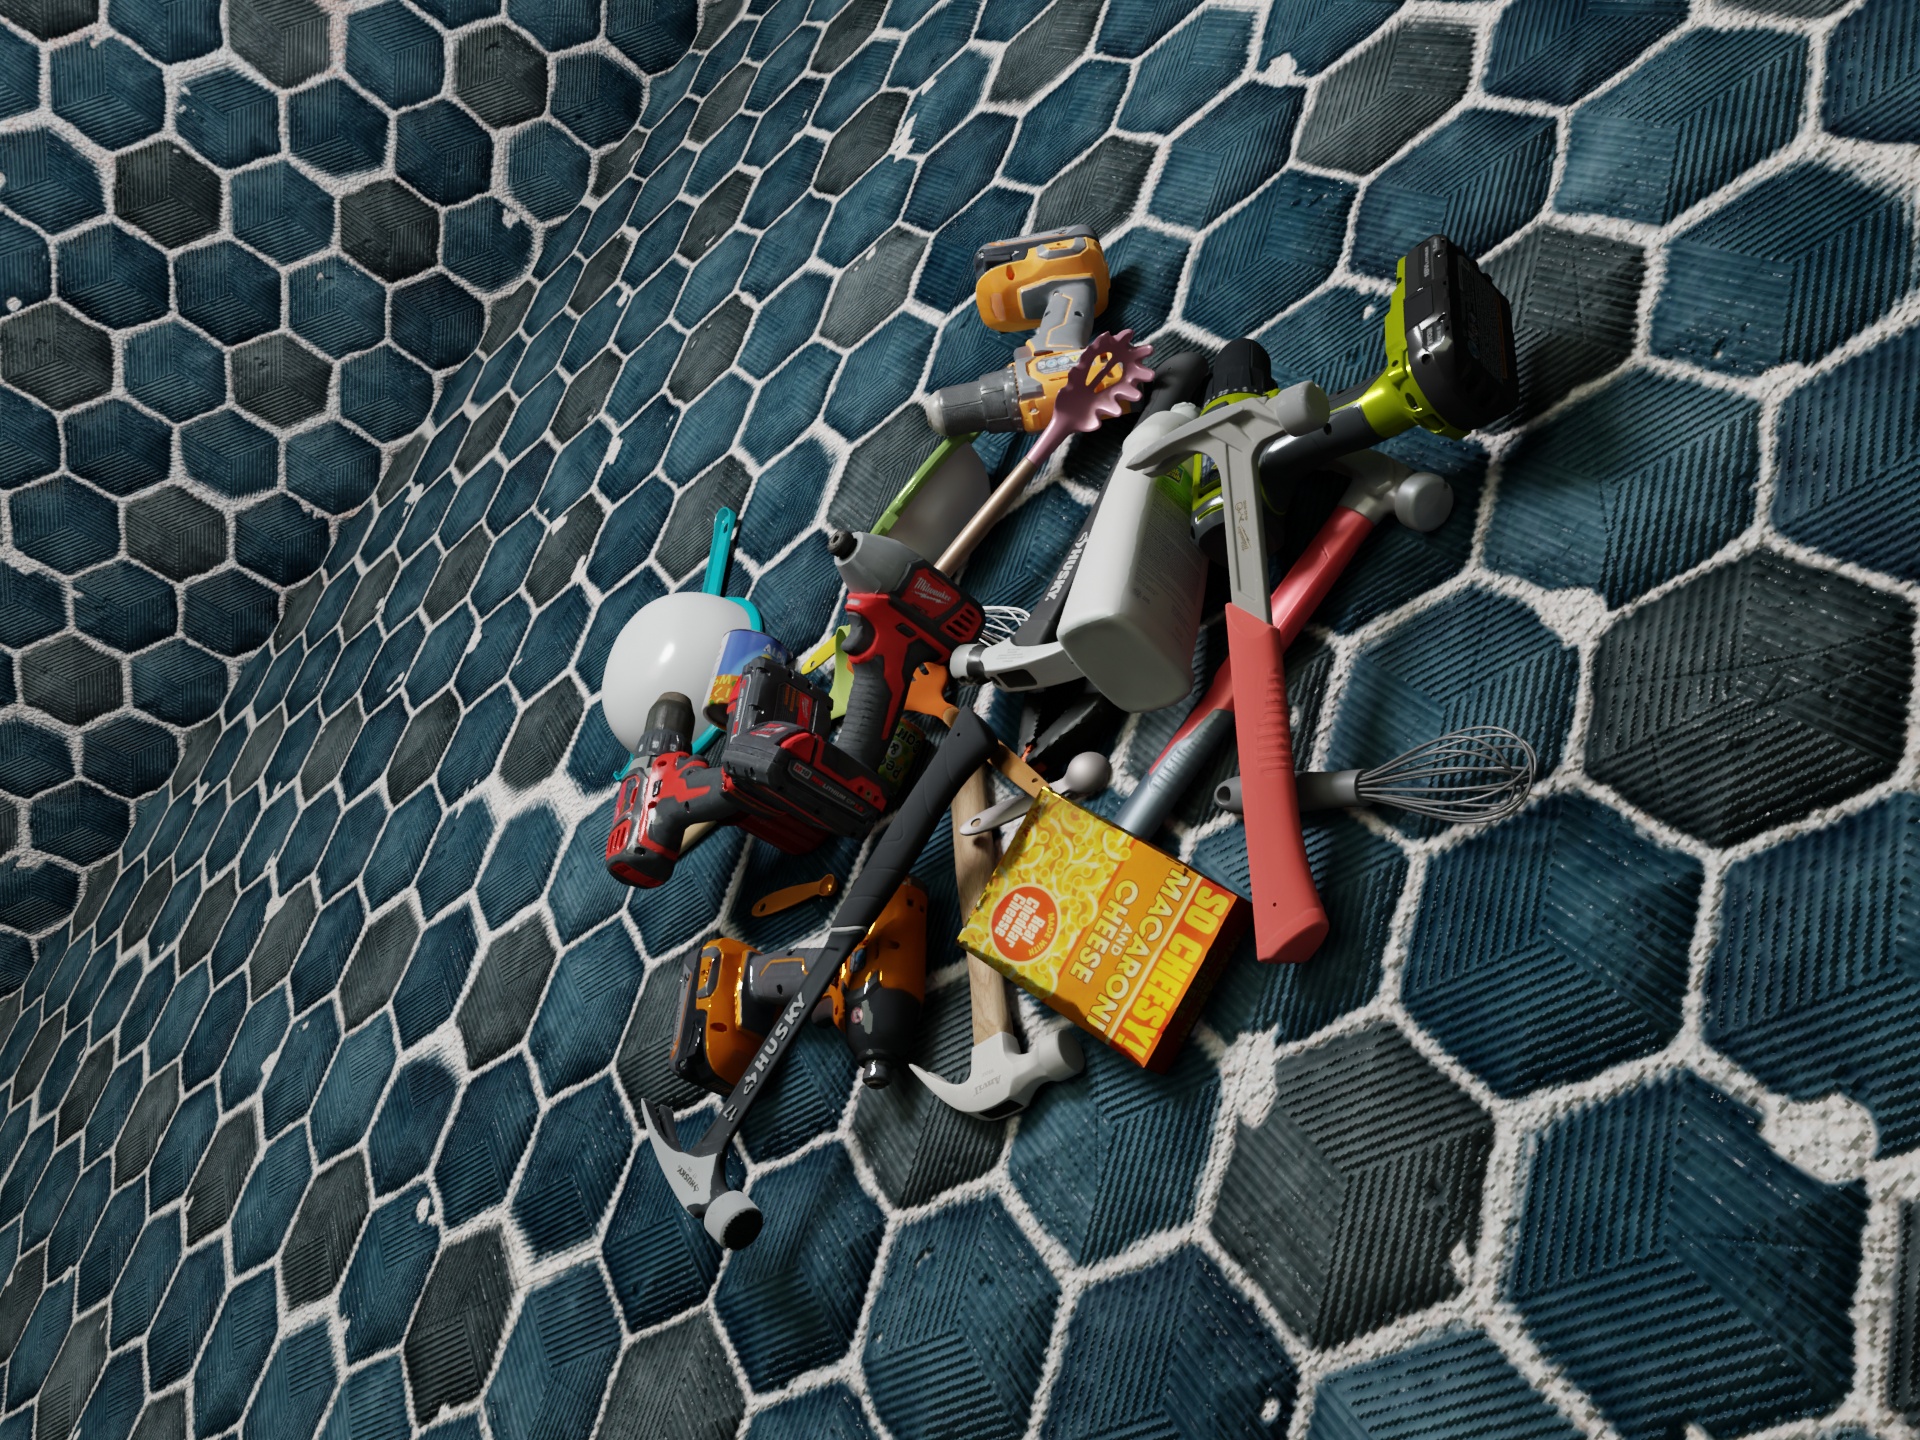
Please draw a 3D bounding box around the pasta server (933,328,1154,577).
[{"bbox_3d":[0.042,-0.190,1.306,0.316,0.060,0.040,-50,15,7],"label":"pasta server"}]

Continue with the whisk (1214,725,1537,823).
[{"bbox_3d":[0.244,0.038,0.966,0.239,0.055,0.055,-9,56,52],"label":"whisk"}]

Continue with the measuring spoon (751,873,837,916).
[{"bbox_3d":[-0.142,0.153,1.365,0.117,0.011,0.021,-23,46,43],"label":"measuring spoon"}]

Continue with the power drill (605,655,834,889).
[{"bbox_3d":[-0.210,0.027,1.345,0.226,0.080,0.188,-28,43,38],"label":"power drill"}]

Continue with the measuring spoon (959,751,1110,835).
[{"bbox_3d":[0.052,0.054,1.175,0.124,0.018,0.034,-26,41,11],"label":"measuring spoon"}]

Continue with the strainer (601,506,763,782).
[{"bbox_3d":[-0.303,-0.110,1.689,0.211,0.095,0.341,-24,47,38],"label":"strainer"}]

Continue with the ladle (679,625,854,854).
[{"bbox_3d":[-0.179,0.029,1.468,0.320,0.062,0.078,-41,49,24],"label":"ladle"}]

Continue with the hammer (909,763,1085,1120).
[{"bbox_3d":[0.013,0.140,1.170,0.130,0.031,0.332,-35,40,27],"label":"hammer"}]

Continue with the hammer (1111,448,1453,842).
[{"bbox_3d":[0.176,-0.023,1.102,0.386,0.038,0.143,-54,34,2],"label":"hammer"}]

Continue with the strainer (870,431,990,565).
[{"bbox_3d":[0.013,-0.222,1.438,0.256,0.069,0.151,-50,0,-17],"label":"strainer"}]

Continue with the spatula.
[{"bbox_3d":[-0.002,-0.004,1.249,0.081,0.041,0.323,-27,26,-12],"label":"spatula"}]

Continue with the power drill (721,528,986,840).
[{"bbox_3d":[-0.081,-0.032,1.211,0.079,0.143,0.220,9,67,55],"label":"power drill"}]

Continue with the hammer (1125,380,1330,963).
[{"bbox_3d":[0.179,-0.028,1.000,0.149,0.036,0.359,-18,67,44],"label":"hammer"}]

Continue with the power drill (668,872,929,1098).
[{"bbox_3d":[-0.120,0.222,1.223,0.226,0.084,0.164,-24,47,32],"label":"power drill"}]

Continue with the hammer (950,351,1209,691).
[{"bbox_3d":[0.119,-0.162,1.238,0.146,0.035,0.335,0,53,47],"label":"hammer"}]

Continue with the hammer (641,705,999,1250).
[{"bbox_3d":[-0.094,0.168,1.154,0.149,0.036,0.409,28,84,47],"label":"hammer"}]

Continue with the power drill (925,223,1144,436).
[{"bbox_3d":[0.057,-0.335,1.404,0.185,0.084,0.226,-10,48,6],"label":"power drill"}]

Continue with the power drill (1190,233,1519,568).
[{"bbox_3d":[0.252,-0.225,1.078,0.228,0.080,0.191,-27,43,42],"label":"power drill"}]

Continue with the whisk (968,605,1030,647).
[{"bbox_3d":[-0.011,-0.088,1.344,0.247,0.057,0.059,27,107,50],"label":"whisk"}]

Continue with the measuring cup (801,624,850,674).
[{"bbox_3d":[-0.087,-0.079,1.470,0.156,0.029,0.062,-34,40,32],"label":"measuring cup"}]
